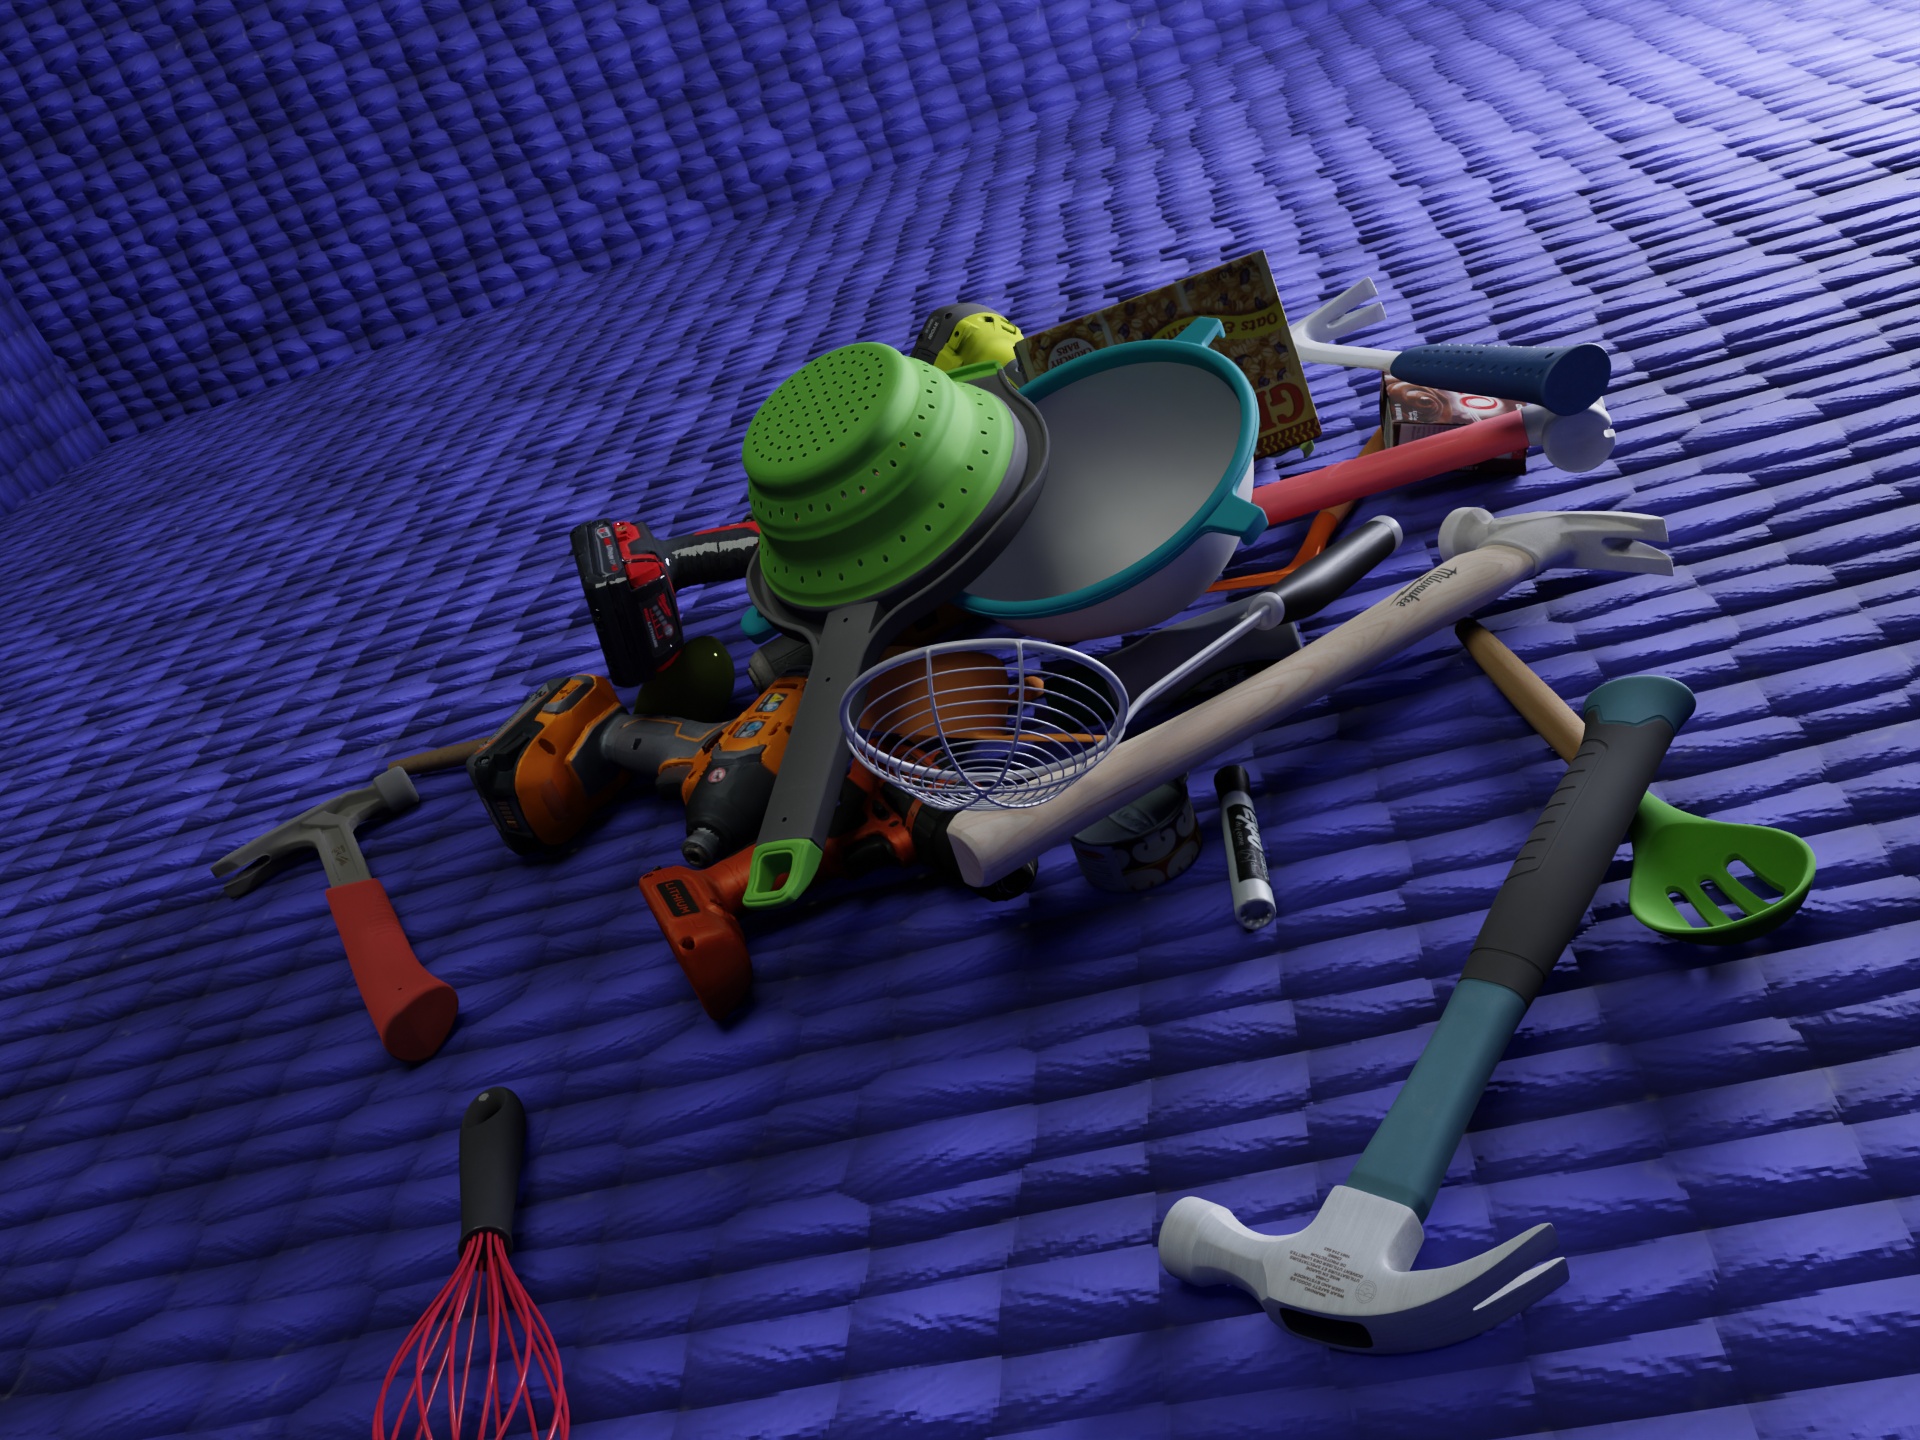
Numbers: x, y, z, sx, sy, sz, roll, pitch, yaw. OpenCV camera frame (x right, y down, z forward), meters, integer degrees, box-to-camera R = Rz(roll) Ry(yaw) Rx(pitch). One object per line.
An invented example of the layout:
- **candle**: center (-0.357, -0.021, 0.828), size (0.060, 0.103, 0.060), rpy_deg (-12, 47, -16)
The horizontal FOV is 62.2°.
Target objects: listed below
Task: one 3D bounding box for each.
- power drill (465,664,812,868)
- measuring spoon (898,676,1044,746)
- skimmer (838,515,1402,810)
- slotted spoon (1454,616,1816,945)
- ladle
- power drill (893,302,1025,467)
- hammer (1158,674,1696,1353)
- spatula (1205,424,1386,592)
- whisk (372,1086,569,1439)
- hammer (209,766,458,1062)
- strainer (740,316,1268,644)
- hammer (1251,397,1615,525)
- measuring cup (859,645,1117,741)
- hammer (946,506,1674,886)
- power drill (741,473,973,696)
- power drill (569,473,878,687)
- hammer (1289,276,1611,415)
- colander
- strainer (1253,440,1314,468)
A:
- **power drill**: center (-0.195, 0.034, 1.004), size (0.226, 0.084, 0.164), rpy_deg (-1, 34, 26)
- **measuring spoon**: center (-0.002, -0.003, 1.000), size (0.117, 0.011, 0.021), rpy_deg (-22, 28, 0)
- **skimmer**: center (0.100, -0.054, 0.788), size (0.363, 0.090, 0.127), rpy_deg (-32, -9, -37)
- **slotted spoon**: center (0.295, 0.016, 0.743), size (0.070, 0.031, 0.314), rpy_deg (-29, 25, 8)
- **ladle**: center (-0.302, -0.002, 1.168), size (0.320, 0.062, 0.078), rpy_deg (-11, -1, 26)
- **power drill**: center (0.042, -0.197, 1.138), size (0.223, 0.080, 0.171), rpy_deg (39, 109, 43)
- **hammer**: center (0.211, 0.097, 0.619), size (0.128, 0.033, 0.331), rpy_deg (9, 48, 42)
- **spatula**: center (0.248, -0.151, 1.052), size (0.081, 0.041, 0.323), rpy_deg (-4, 31, 38)
- **whisk**: center (-0.204, 0.238, 0.682), size (0.073, 0.073, 0.296), rpy_deg (-25, 21, -6)
- **hammer**: center (-0.394, 0.128, 1.024), size (0.149, 0.036, 0.359), rpy_deg (-31, 29, -17)
- **strainer**: center (0.032, -0.094, 0.952), size (0.340, 0.095, 0.211), rpy_deg (-22, 44, 21)
- **hammer**: center (0.199, -0.141, 0.996), size (0.386, 0.038, 0.143), rpy_deg (-15, 20, 22)
- **measuring cup**: center (0.018, -0.015, 0.916), size (0.174, 0.052, 0.095), rpy_deg (3, 0, 39)
- **hammer**: center (0.176, -0.019, 0.811), size (0.410, 0.038, 0.146), rpy_deg (-27, 19, -22)
- **power drill**: center (-0.093, -0.100, 1.170), size (0.185, 0.084, 0.226), rpy_deg (-29, 33, -10)
- **power drill**: center (-0.137, -0.102, 1.054), size (0.219, 0.078, 0.143), rpy_deg (-17, 33, -10)
- **hammer**: center (0.288, -0.235, 1.027), size (0.144, 0.035, 0.406), rpy_deg (-32, 19, -2)
- **colander**: center (-0.074, -0.085, 0.875), size (0.204, 0.094, 0.397), rpy_deg (-11, 48, 30)
- **strainer**: center (0.150, -0.221, 1.205), size (0.069, 0.151, 0.256), rpy_deg (-55, 13, -3)
